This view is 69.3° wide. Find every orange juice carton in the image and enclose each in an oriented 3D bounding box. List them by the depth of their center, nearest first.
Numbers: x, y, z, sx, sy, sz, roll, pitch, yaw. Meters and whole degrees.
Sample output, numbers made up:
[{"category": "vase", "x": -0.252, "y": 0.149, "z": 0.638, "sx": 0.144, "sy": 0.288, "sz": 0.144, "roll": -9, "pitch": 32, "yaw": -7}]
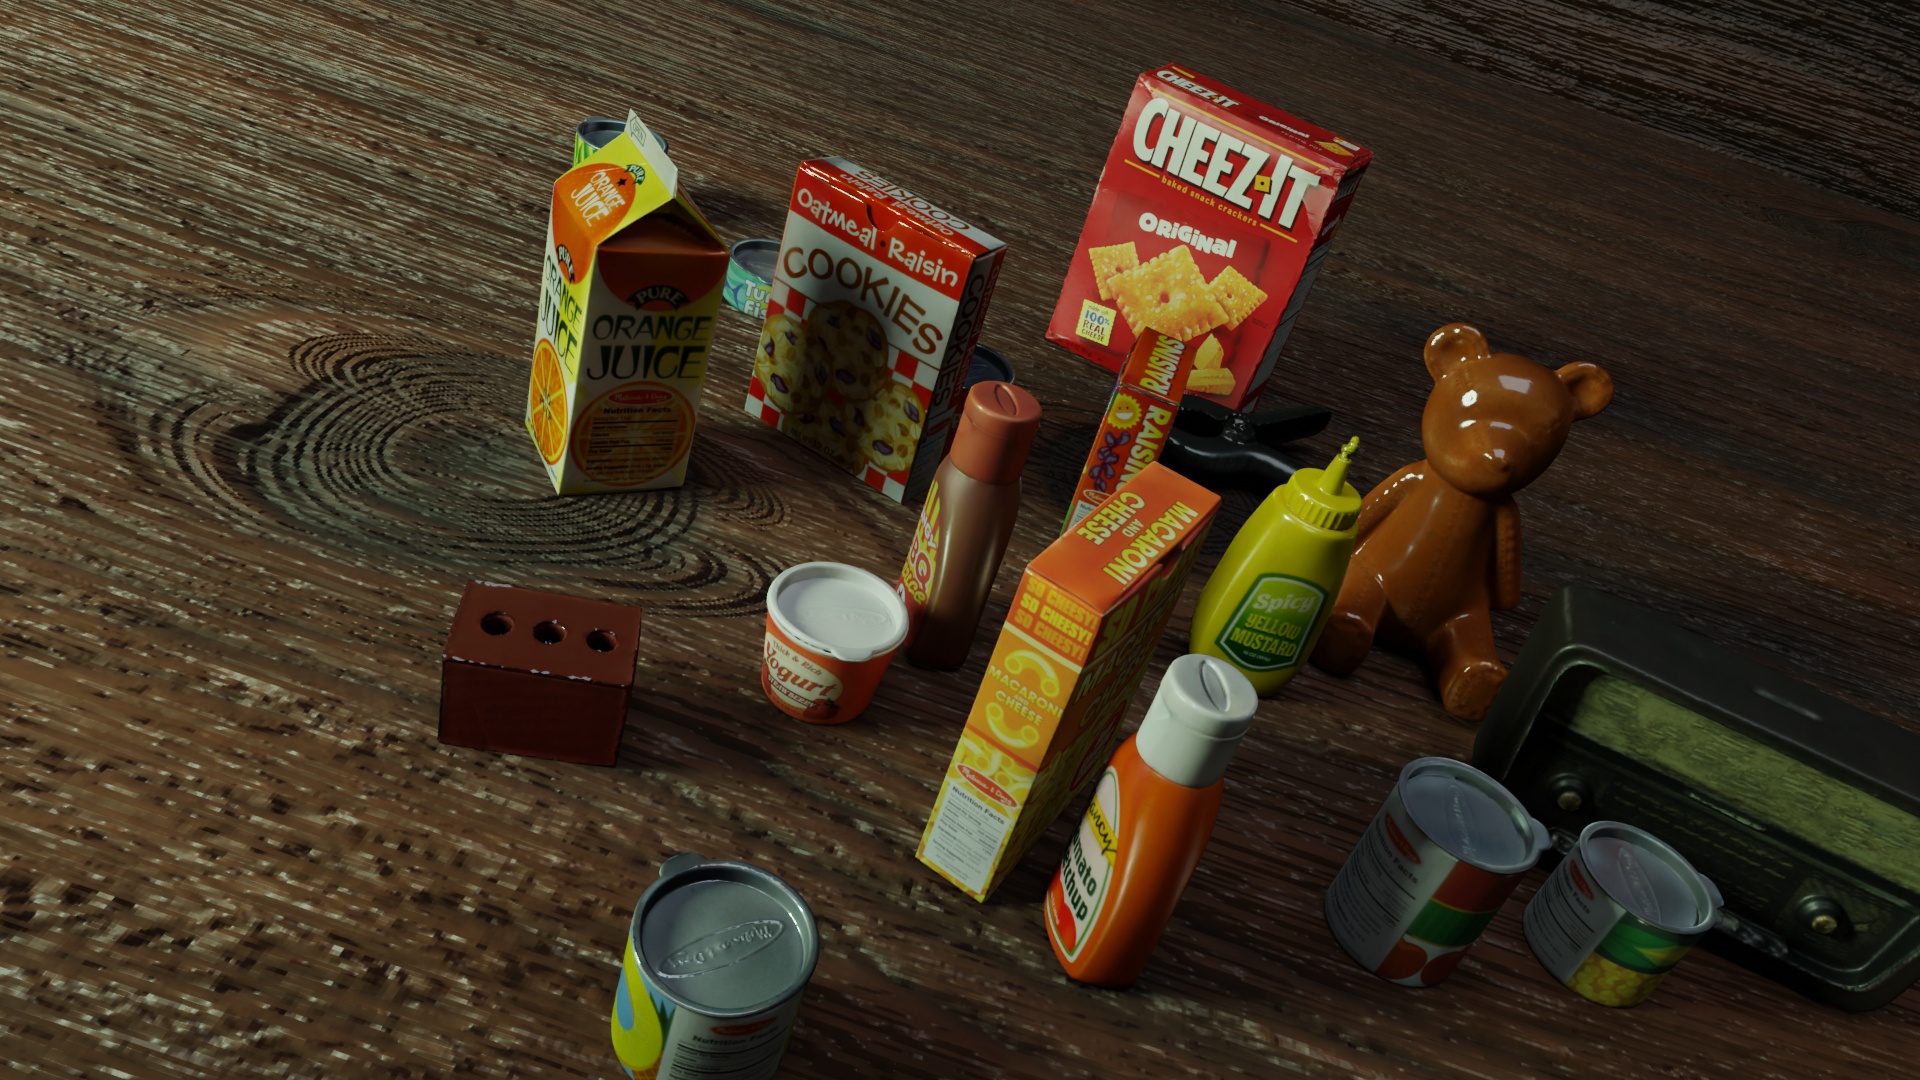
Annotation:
[{"category": "orange juice carton", "x": -0.176, "y": -0.122, "z": 0.733, "sx": 0.073, "sy": 0.191, "sz": 0.072, "roll": -5, "pitch": 41, "yaw": -32}]

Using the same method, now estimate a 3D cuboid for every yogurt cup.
[{"category": "yogurt cup", "x": -0.064, "y": 0.051, "z": 0.666, "sx": 0.072, "sy": 0.053, "sz": 0.073, "roll": 13, "pitch": 34, "yaw": -9}]

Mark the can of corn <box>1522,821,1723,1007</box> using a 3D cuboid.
[{"category": "can of corn", "x": 0.316, "y": 0.180, "z": 0.665, "sx": 0.071, "sy": 0.058, "sz": 0.071, "roll": 13, "pitch": 34, "yaw": -9}]

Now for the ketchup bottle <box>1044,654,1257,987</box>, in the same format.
[{"category": "ketchup bottle", "x": 0.076, "y": 0.112, "z": 0.563, "sx": 0.043, "sy": 0.148, "sz": 0.065, "roll": 9, "pitch": 35, "yaw": -15}]

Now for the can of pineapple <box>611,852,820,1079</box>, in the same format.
[{"category": "can of pineapple", "x": -0.089, "y": 0.157, "z": 0.499, "sx": 0.071, "sy": 0.057, "sz": 0.071, "roll": 13, "pitch": 34, "yaw": -9}]

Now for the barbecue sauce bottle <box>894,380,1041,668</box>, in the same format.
[{"category": "barbecue sauce bottle", "x": 0.002, "y": -0.009, "z": 0.698, "sx": 0.044, "sy": 0.147, "sz": 0.065, "roll": 7, "pitch": 35, "yaw": -18}]

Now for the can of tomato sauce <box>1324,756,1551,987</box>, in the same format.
[{"category": "can of tomato sauce", "x": 0.215, "y": 0.152, "z": 0.633, "sx": 0.071, "sy": 0.082, "sz": 0.071, "roll": 13, "pitch": 34, "yaw": -9}]

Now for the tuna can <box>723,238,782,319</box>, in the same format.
[{"category": "tuna can", "x": -0.134, "y": -0.183, "z": 0.983, "sx": 0.071, "sy": 0.032, "sz": 0.071, "roll": 13, "pitch": 34, "yaw": -9}]

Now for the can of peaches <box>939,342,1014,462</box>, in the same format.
[{"category": "can of peaches", "x": -0.003, "y": -0.089, "z": 0.889, "sx": 0.071, "sy": 0.057, "sz": 0.071, "roll": 13, "pitch": 34, "yaw": -9}]

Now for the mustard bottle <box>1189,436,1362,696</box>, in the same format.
[{"category": "mustard bottle", "x": 0.175, "y": 0.012, "z": 0.743, "sx": 0.065, "sy": 0.159, "sz": 0.049, "roll": 15, "pitch": 34, "yaw": -7}]

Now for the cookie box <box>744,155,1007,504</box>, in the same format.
[{"category": "cookie box", "x": -0.054, "y": -0.122, "z": 0.815, "sx": 0.123, "sy": 0.166, "sz": 0.040, "roll": 31, "pitch": 35, "yaw": 18}]

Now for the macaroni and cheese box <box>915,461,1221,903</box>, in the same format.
[{"category": "macaroni and cheese box", "x": 0.048, "y": 0.061, "z": 0.606, "sx": 0.040, "sy": 0.165, "sz": 0.124, "roll": 31, "pitch": 35, "yaw": 17}]

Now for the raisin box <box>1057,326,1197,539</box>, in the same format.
[{"category": "raisin box", "x": 0.099, "y": -0.054, "z": 0.832, "sx": 0.040, "sy": 0.122, "sz": 0.086, "roll": 22, "pitch": 34, "yaw": 5}]

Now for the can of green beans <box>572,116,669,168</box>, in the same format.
[{"category": "can of green beans", "x": -0.253, "y": -0.271, "z": 1.026, "sx": 0.071, "sy": 0.057, "sz": 0.071, "roll": 13, "pitch": 34, "yaw": -9}]
